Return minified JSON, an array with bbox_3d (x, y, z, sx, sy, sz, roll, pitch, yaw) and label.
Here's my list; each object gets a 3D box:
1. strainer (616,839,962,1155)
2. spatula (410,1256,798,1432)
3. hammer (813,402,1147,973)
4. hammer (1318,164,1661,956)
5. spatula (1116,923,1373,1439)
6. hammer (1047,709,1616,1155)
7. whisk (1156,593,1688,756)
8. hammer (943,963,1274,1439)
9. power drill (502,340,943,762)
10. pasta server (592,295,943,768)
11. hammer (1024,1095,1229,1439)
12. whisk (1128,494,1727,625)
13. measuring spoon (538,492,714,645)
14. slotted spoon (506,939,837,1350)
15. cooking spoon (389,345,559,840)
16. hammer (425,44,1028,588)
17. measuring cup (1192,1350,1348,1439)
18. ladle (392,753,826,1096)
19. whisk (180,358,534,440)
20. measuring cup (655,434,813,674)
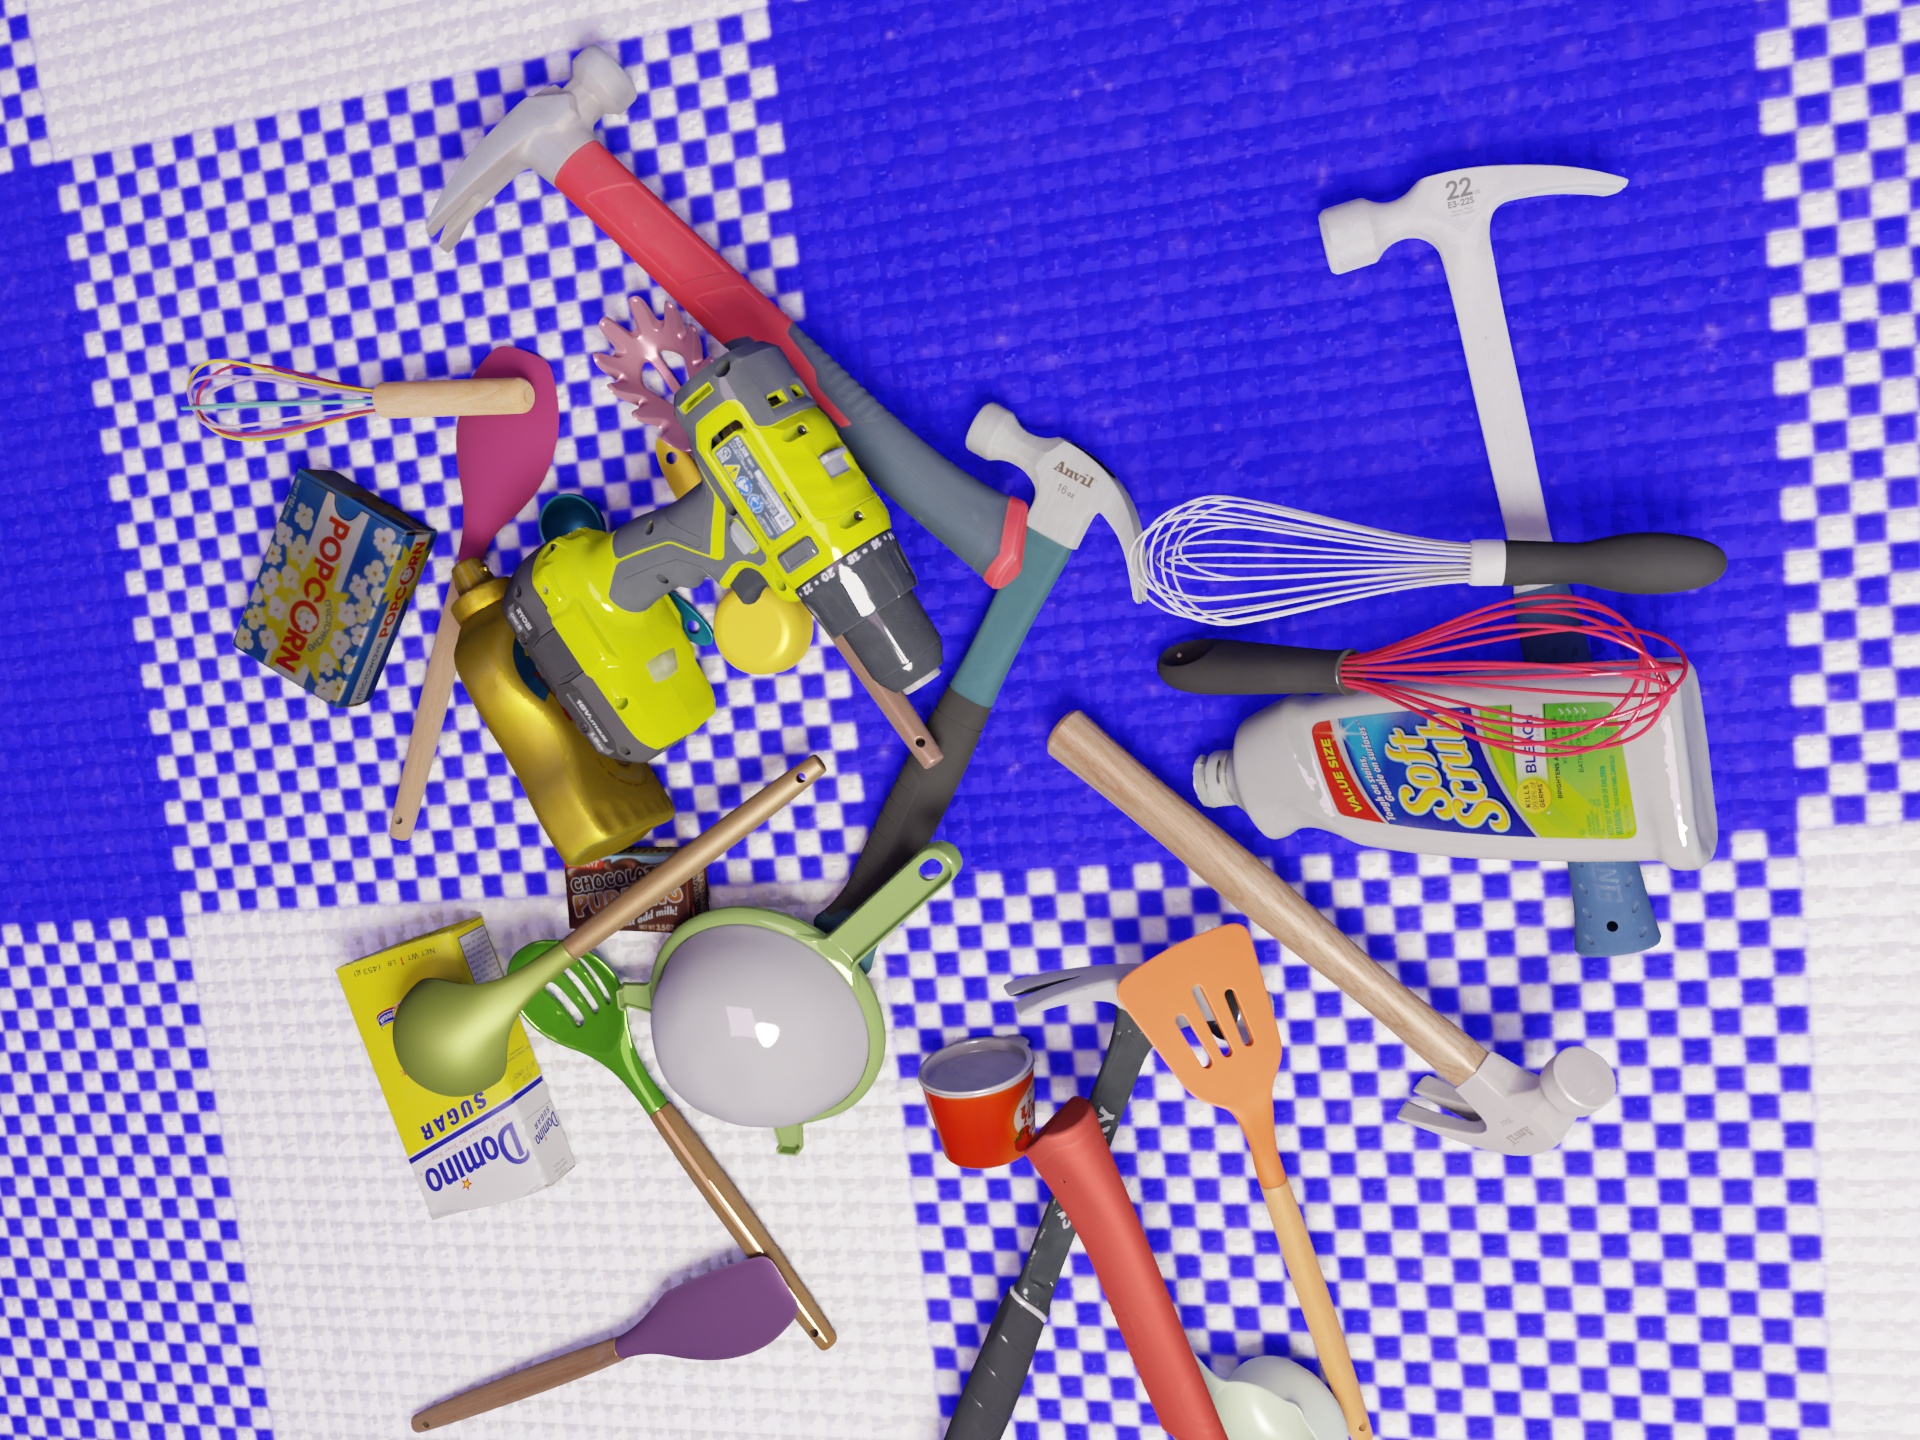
[{"bbox_3d":[-0.091,0.157,0.901,0.151,0.069,0.256,44,120,-4],"label":"strainer"},{"bbox_3d":[-0.238,0.416,1.031,0.316,0.018,0.060,-26,96,20],"label":"spatula"},{"bbox_3d":[-0.001,-0.003,0.904,0.128,0.033,0.331,29,105,11],"label":"hammer"},{"bbox_3d":[0.299,-0.080,0.809,0.144,0.035,0.405,-13,95,17],"label":"hammer"},{"bbox_3d":[0.174,0.266,0.870,0.081,0.041,0.322,-25,108,-13],"label":"spatula"},{"bbox_3d":[0.177,0.109,0.845,0.331,0.130,0.031,40,62,16],"label":"hammer"},{"bbox_3d":[0.204,-0.023,0.764,0.296,0.073,0.073,5,102,52],"label":"whisk"},{"bbox_3d":[0.041,0.318,0.909,0.149,0.036,0.409,13,106,-20],"label":"hammer"},{"bbox_3d":[-0.127,-0.067,0.858,0.228,0.080,0.190,-29,96,36],"label":"power drill"},{"bbox_3d":[-0.104,-0.105,0.898,0.060,0.040,0.316,-35,81,1],"label":"pasta server"},{"bbox_3d":[0.125,0.364,0.863,0.149,0.037,0.359,-10,108,38],"label":"hammer"},{"bbox_3d":[0.226,-0.077,0.785,0.284,0.070,0.070,2,99,10],"label":"whisk"},{"bbox_3d":[-0.197,-0.090,0.957,0.128,0.021,0.042,39,114,-3],"label":"measuring spoon"},{"bbox_3d":[-0.175,0.264,0.994,0.070,0.031,0.314,-37,89,17],"label":"slotted spoon"},{"bbox_3d":[-0.310,-0.073,0.985,0.069,0.017,0.319,20,102,12],"label":"cooking spoon"},{"bbox_3d":[-0.120,-0.200,0.871,0.386,0.038,0.143,44,88,9],"label":"hammer"},{"bbox_3d":[0.151,0.370,0.917,0.168,0.038,0.083,41,132,25],"label":"measuring cup"},{"bbox_3d":[-0.207,0.117,0.944,0.320,0.062,0.078,-37,93,6],"label":"ladle"},{"bbox_3d":[-0.371,-0.197,0.965,0.245,0.051,0.047,2,92,17],"label":"whisk"},{"bbox_3d":[-0.141,-0.097,0.928,0.062,0.029,0.156,-29,92,17],"label":"measuring cup"}]
